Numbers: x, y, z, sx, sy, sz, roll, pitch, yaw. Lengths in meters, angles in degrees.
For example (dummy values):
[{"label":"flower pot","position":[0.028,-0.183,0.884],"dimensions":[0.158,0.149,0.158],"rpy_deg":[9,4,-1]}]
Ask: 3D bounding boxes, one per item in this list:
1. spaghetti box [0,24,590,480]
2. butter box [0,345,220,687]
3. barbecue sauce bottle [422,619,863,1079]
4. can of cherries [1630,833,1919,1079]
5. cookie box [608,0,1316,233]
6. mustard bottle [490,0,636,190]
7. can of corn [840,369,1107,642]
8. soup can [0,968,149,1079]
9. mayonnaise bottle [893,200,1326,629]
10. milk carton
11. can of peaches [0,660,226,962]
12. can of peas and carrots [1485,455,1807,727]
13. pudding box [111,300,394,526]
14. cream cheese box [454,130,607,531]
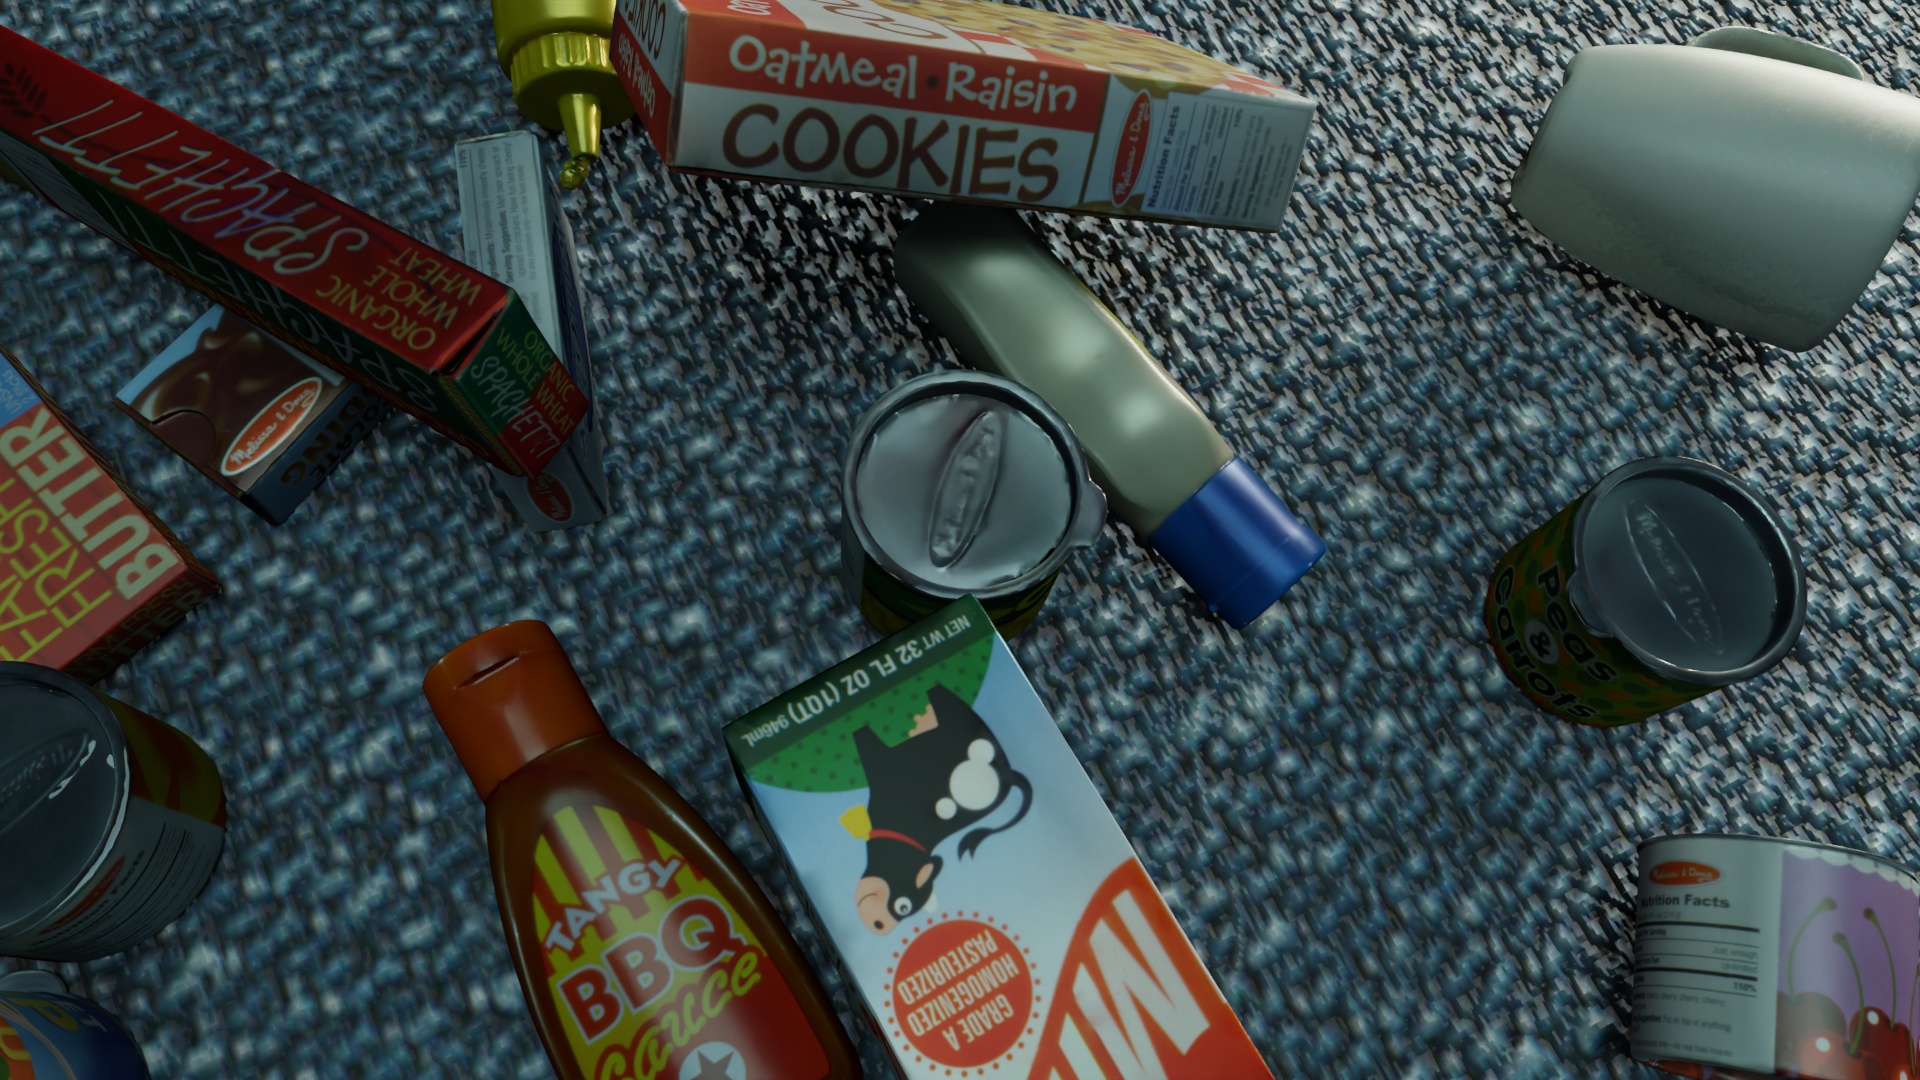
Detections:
[{"label":"spaghetti box","position":[-0.205,-0.088,0.373],"dimensions":[0.250,0.050,0.029],"rpy_deg":[28,69,21]},{"label":"butter box","position":[-0.261,-0.007,0.384],"dimensions":[0.103,0.024,0.053],"rpy_deg":[43,72,11]},{"label":"barbecue sauce bottle","position":[-0.088,0.090,0.355],"dimensions":[0.065,0.043,0.149],"rpy_deg":[-30,75,-15]},{"label":"can of cherries","position":[0.216,0.114,0.366],"dimensions":[0.071,0.071,0.058],"rpy_deg":[13,69,-1]},{"label":"cookie box","position":[-0.007,-0.128,0.392],"dimensions":[0.168,0.040,0.123],"rpy_deg":[1,28,-21]},{"label":"mustard bottle","position":[-0.126,-0.184,0.446],"dimensions":[0.049,0.065,0.160],"rpy_deg":[-8,77,-3]},{"label":"can of corn","position":[0.001,-0.005,0.392],"dimensions":[0.071,0.058,0.071],"rpy_deg":[2,69,-5]},{"label":"soup can","position":[-0.231,0.129,0.304],"dimensions":[0.071,0.083,0.071],"rpy_deg":[2,69,-5]},{"label":"mayonnaise bottle","position":[0.043,-0.039,0.409],"dimensions":[0.041,0.064,0.148],"rpy_deg":[-43,83,1]},{"label":"milk carton","position":[0.019,0.117,0.340],"dimensions":[0.072,0.073,0.191],"rpy_deg":[-27,75,-14]},{"label":"can of peaches","position":[-0.227,0.067,0.342],"dimensions":[0.071,0.058,0.071],"rpy_deg":[2,70,-4]},{"label":"can of peas and carrots","position":[0.194,0.018,0.403],"dimensions":[0.071,0.058,0.071],"rpy_deg":[2,70,-5]},{"label":"pudding box","position":[-0.193,-0.052,0.405],"dimensions":[0.050,0.030,0.084],"rpy_deg":[35,70,6]},{"label":"cream cheese box","position":[-0.124,-0.060,0.403],"dimensions":[0.024,0.053,0.104],"rpy_deg":[-10,71,-7]}]
